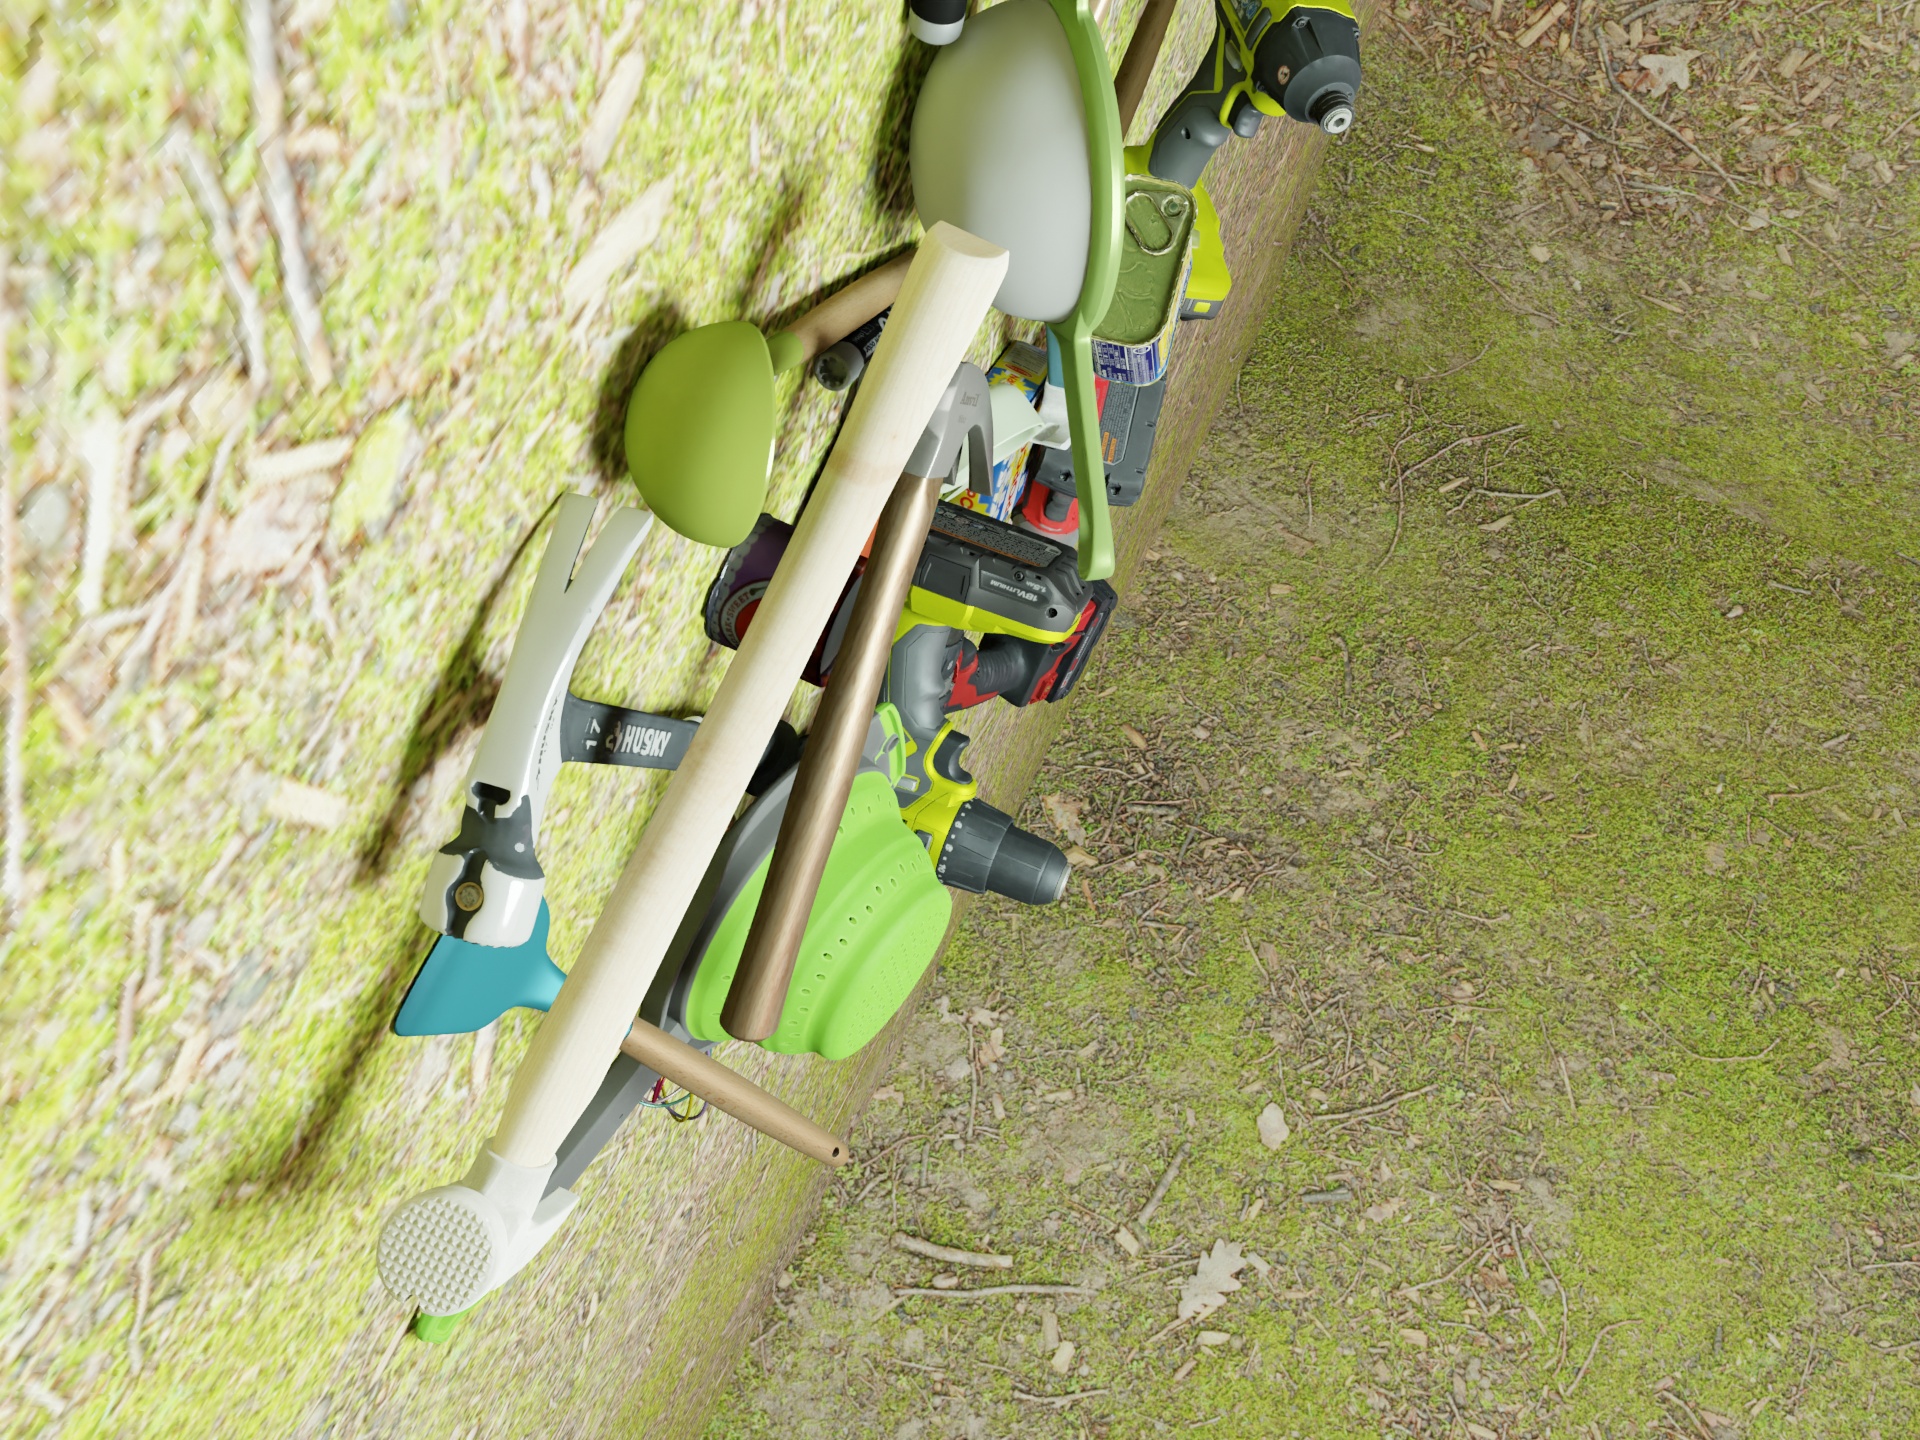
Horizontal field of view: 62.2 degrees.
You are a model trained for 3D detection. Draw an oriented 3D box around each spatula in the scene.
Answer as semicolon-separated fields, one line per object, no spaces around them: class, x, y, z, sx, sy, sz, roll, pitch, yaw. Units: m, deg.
spatula;-0.133;0.155;0.725;0.317;0.044;0.082;46;65;-46

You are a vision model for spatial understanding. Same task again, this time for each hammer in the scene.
hammer;0.057;-0.274;0.932;0.330;0.033;0.128;76;32;-66
hammer;-0.083;0.007;0.584;0.146;0.038;0.411;100;15;-83
hammer;-0.122;0.006;0.698;0.409;0.036;0.149;26;80;-85
hammer;-0.052;-0.004;0.723;0.130;0.031;0.331;-28;138;-69

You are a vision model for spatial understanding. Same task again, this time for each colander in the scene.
colander;-0.119;0.175;0.836;0.397;0.094;0.204;-52;163;-18

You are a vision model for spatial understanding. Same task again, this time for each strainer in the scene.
strainer;0.022;-0.185;0.689;0.151;0.069;0.256;-154;-124;-76

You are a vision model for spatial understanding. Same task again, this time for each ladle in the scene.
ladle;0.108;-0.394;0.898;0.069;0.031;0.316;104;5;-65
ladle;-0.050;-0.154;0.652;0.320;0.062;0.078;-58;169;-58

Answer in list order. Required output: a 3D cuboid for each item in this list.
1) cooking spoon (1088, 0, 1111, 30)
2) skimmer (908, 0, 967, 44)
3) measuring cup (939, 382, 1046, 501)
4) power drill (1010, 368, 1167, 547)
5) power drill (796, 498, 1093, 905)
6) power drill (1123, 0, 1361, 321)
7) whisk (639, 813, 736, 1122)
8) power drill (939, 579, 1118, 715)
cooking spoon;0.003;-0.226;0.817;0.318;0.017;0.069;-62;-179;26
skimmer;0.033;-0.347;0.476;0.127;0.090;0.363;-25;157;-23
measuring cup;-0.002;-0.169;1.007;0.083;0.038;0.167;-33;-177;-15
power drill;0.086;-0.193;1.231;0.219;0.078;0.143;130;-26;-77
power drill;-0.002;-0.003;0.970;0.080;0.190;0.228;-49;158;-64
power drill;0.165;-0.367;1.003;0.223;0.080;0.171;124;-41;-51
whisk;-0.160;0.146;0.932;0.047;0.051;0.244;-91;-167;-55
power drill;0.015;-0.059;1.131;0.226;0.080;0.187;-29;152;-46
